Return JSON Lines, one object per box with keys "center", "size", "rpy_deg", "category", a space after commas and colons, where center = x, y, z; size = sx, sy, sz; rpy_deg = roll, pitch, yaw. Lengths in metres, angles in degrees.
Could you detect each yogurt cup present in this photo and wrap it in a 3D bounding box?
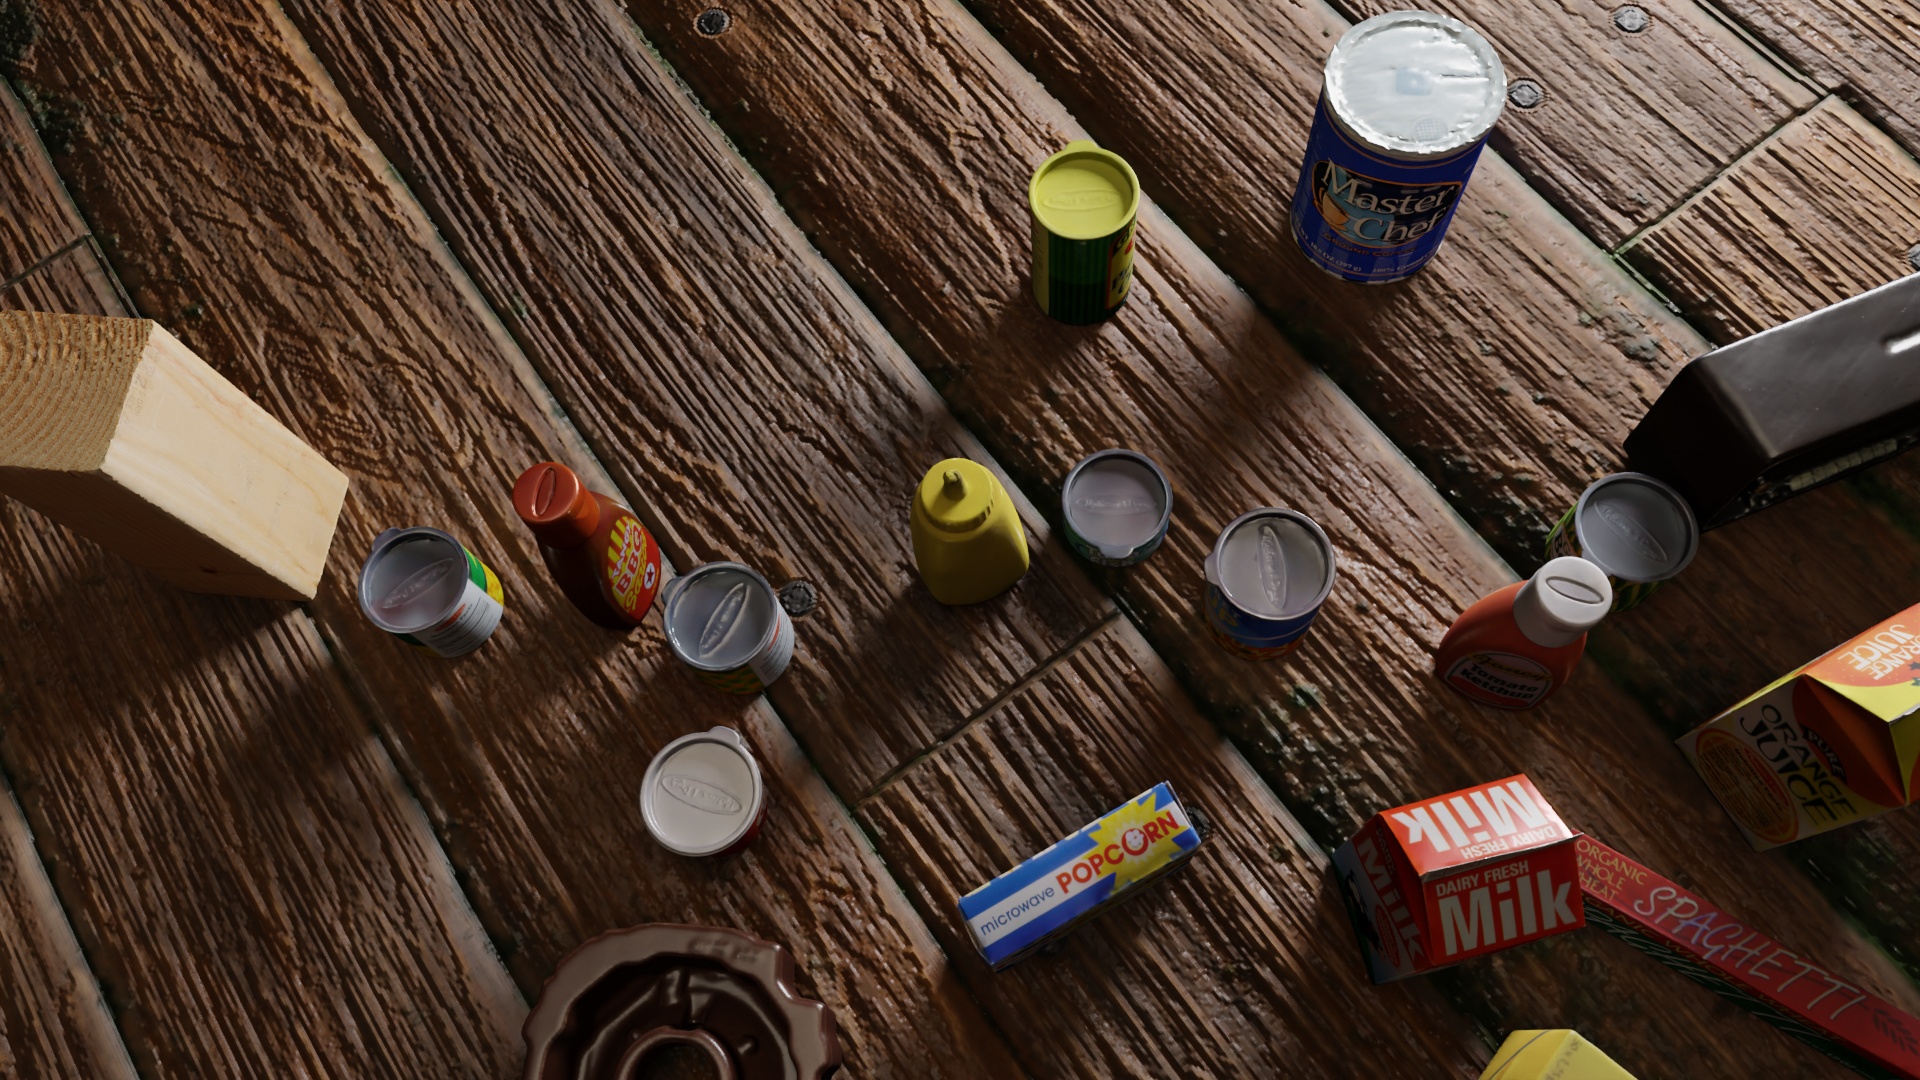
{"center": [-0.141, 0.147, 0.782], "size": [0.072, 0.053, 0.072], "rpy_deg": [-1, 69, 4], "category": "yogurt cup"}

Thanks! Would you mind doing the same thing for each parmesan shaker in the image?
{"center": [0.077, -0.191, 0.873], "size": [0.071, 0.102, 0.071], "rpy_deg": [-2, 69, 4], "category": "parmesan shaker"}

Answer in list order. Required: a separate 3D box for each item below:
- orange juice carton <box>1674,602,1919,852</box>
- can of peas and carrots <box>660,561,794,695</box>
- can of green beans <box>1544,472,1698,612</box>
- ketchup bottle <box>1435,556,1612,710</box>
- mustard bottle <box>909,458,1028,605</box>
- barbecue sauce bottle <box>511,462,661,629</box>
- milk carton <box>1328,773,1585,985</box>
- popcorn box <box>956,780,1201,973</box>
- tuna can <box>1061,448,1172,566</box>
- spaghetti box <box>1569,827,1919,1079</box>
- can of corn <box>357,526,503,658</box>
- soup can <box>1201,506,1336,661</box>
{"center": [0.440, 0.092, 0.685], "size": [0.072, 0.192, 0.073], "rpy_deg": [-28, 69, -6], "category": "orange juice carton"}
{"center": [-0.137, 0.052, 0.817], "size": [0.071, 0.058, 0.071], "rpy_deg": [-1, 69, 4], "category": "can of peas and carrots"}
{"center": [0.377, 0.002, 0.797], "size": [0.071, 0.057, 0.071], "rpy_deg": [-1, 69, 4], "category": "can of green beans"}
{"center": [0.301, 0.049, 0.736], "size": [0.065, 0.148, 0.043], "rpy_deg": [20, 72, 12], "category": "ketchup bottle"}
{"center": [0.003, -0.010, 0.776], "size": [0.065, 0.159, 0.049], "rpy_deg": [-21, 69, -4], "category": "mustard bottle"}
{"center": [-0.213, 0.001, 0.795], "size": [0.044, 0.148, 0.065], "rpy_deg": [7, 70, 7], "category": "barbecue sauce bottle"}
{"center": [0.238, 0.166, 0.672], "size": [0.072, 0.190, 0.073], "rpy_deg": [-15, 69, -1], "category": "milk carton"}
{"center": [0.062, 0.181, 0.736], "size": [0.127, 0.085, 0.038], "rpy_deg": [-28, 69, -7], "category": "popcorn box"}
{"center": [0.094, -0.017, 0.840], "size": [0.071, 0.032, 0.071], "rpy_deg": [-1, 68, 4], "category": "tuna can"}
{"center": [0.414, 0.225, 0.711], "size": [0.250, 0.050, 0.029], "rpy_deg": [29, 74, 15], "category": "spaghetti box"}
{"center": [-0.320, 0.031, 0.839], "size": [0.071, 0.058, 0.071], "rpy_deg": [-1, 69, 4], "category": "can of corn"}
{"center": [0.170, 0.027, 0.790], "size": [0.071, 0.083, 0.071], "rpy_deg": [-1, 69, 4], "category": "soup can"}
